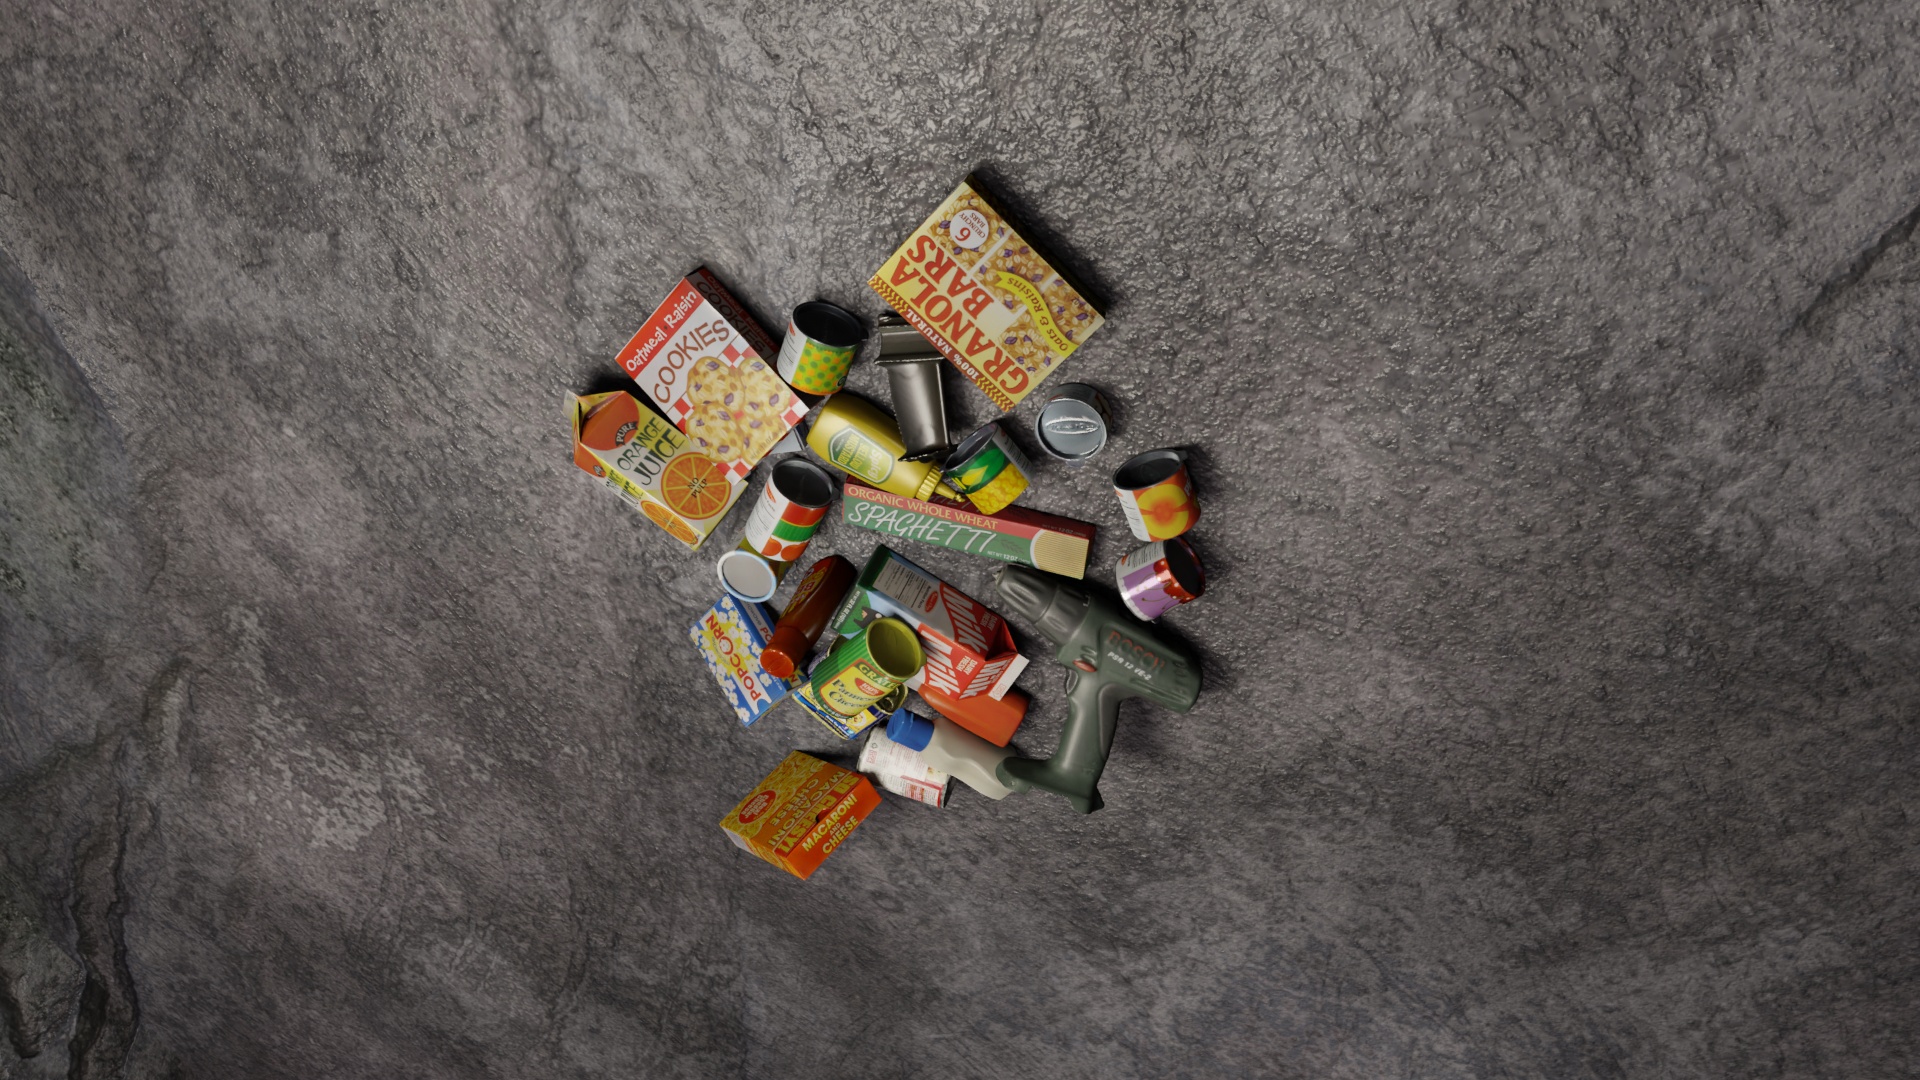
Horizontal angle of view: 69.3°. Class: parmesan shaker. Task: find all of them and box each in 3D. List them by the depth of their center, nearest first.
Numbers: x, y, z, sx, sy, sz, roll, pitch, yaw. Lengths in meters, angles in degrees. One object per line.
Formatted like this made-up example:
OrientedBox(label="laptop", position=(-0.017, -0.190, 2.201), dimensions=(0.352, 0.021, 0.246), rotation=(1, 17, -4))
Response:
OrientedBox(label="parmesan shaker", position=(-0.091, 0.128, 1.366), dimensions=(0.071, 0.072, 0.102), rotation=(42, 131, -11))

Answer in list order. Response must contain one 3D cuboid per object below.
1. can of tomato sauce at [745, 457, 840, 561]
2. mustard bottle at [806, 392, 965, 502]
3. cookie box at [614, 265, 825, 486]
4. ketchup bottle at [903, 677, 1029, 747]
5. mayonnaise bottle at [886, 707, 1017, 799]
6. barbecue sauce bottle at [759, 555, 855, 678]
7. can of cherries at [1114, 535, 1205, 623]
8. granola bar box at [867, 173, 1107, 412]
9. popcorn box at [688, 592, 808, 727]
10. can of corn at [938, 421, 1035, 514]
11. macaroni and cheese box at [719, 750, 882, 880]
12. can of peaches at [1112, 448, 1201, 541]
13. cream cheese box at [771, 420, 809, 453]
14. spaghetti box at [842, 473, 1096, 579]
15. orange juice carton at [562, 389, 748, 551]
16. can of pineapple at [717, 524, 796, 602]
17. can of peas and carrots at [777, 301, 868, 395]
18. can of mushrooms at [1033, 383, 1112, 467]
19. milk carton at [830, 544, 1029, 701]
OrientedBox(label="can of tomato sauce", position=(-0.168, -0.030, 1.379), dimensions=(0.071, 0.071, 0.082), rotation=(31, 129, -3))
OrientedBox(label="mustard bottle", position=(-0.065, -0.078, 1.316), dimensions=(0.160, 0.049, 0.065), rotation=(30, 128, -2))
OrientedBox(label="cookie box", position=(-0.227, -0.154, 1.307), dimensions=(0.167, 0.040, 0.122), rotation=(47, 120, -4))
OrientedBox(label="ketchup bottle", position=(-0.005, 0.161, 1.467), dimensions=(0.149, 0.044, 0.064), rotation=(28, 129, 0))
OrientedBox(label="mayonnaise bottle", position=(-0.008, 0.222, 1.478), dimensions=(0.148, 0.065, 0.041), rotation=(28, 128, -22))
OrientedBox(label="barbecue sauce bottle", position=(-0.156, 0.078, 1.396), dimensions=(0.043, 0.149, 0.064), rotation=(45, 127, -15))
OrientedBox(label="can of cherries", position=(0.188, 0.036, 1.295), dimensions=(0.058, 0.072, 0.071), rotation=(-30, 110, 32))
OrientedBox(label="granola bar box", position=(0.024, -0.209, 1.185), dimensions=(0.165, 0.039, 0.124), rotation=(42, 115, -12))
OrientedBox(label="popcorn box", position=(-0.230, 0.124, 1.495), dimensions=(0.085, 0.038, 0.127), rotation=(-40, 77, 35))
OrientedBox(label="can of corn", position=(0.025, -0.065, 1.281), dimensions=(0.071, 0.071, 0.058), rotation=(-31, 110, 34))
OrientedBox(label="macaroni and cheese box", position=(-0.179, 0.300, 1.535), dimensions=(0.166, 0.124, 0.040), rotation=(4, 132, 56))
OrientedBox(label="can of peaches", position=(0.179, -0.041, 1.244), dimensions=(0.071, 0.071, 0.058), rotation=(-10, 120, 26))
OrientedBox(label="cream cheese box", position=(-0.203, -0.110, 1.359), dimensions=(0.104, 0.024, 0.053), rotation=(-5, 122, 23))
OrientedBox(label="spaghetti box", position=(0.005, -0.017, 1.348), dimensions=(0.250, 0.029, 0.049), rotation=(13, 127, 10))
OrientedBox(label="orange juice carton", position=(-0.314, -0.079, 1.377), dimensions=(0.192, 0.073, 0.071), rotation=(37, 158, -8))
OrientedBox(label="can of pineapple", position=(-0.208, 0.023, 1.434), dimensions=(0.071, 0.058, 0.070), rotation=(9, 126, 13))
OrientedBox(label="can of peas and carrots", position=(-0.126, -0.174, 1.261), dimensions=(0.071, 0.071, 0.058), rotation=(26, 129, 1))
OrientedBox(label="can of mushrooms", position=(0.102, -0.104, 1.248), dimensions=(0.071, 0.034, 0.070), rotation=(9, 126, 13))
OrientedBox(label="milk carton", position=(-0.027, 0.094, 1.409), dimensions=(0.190, 0.074, 0.072), rotation=(31, 129, -3))
